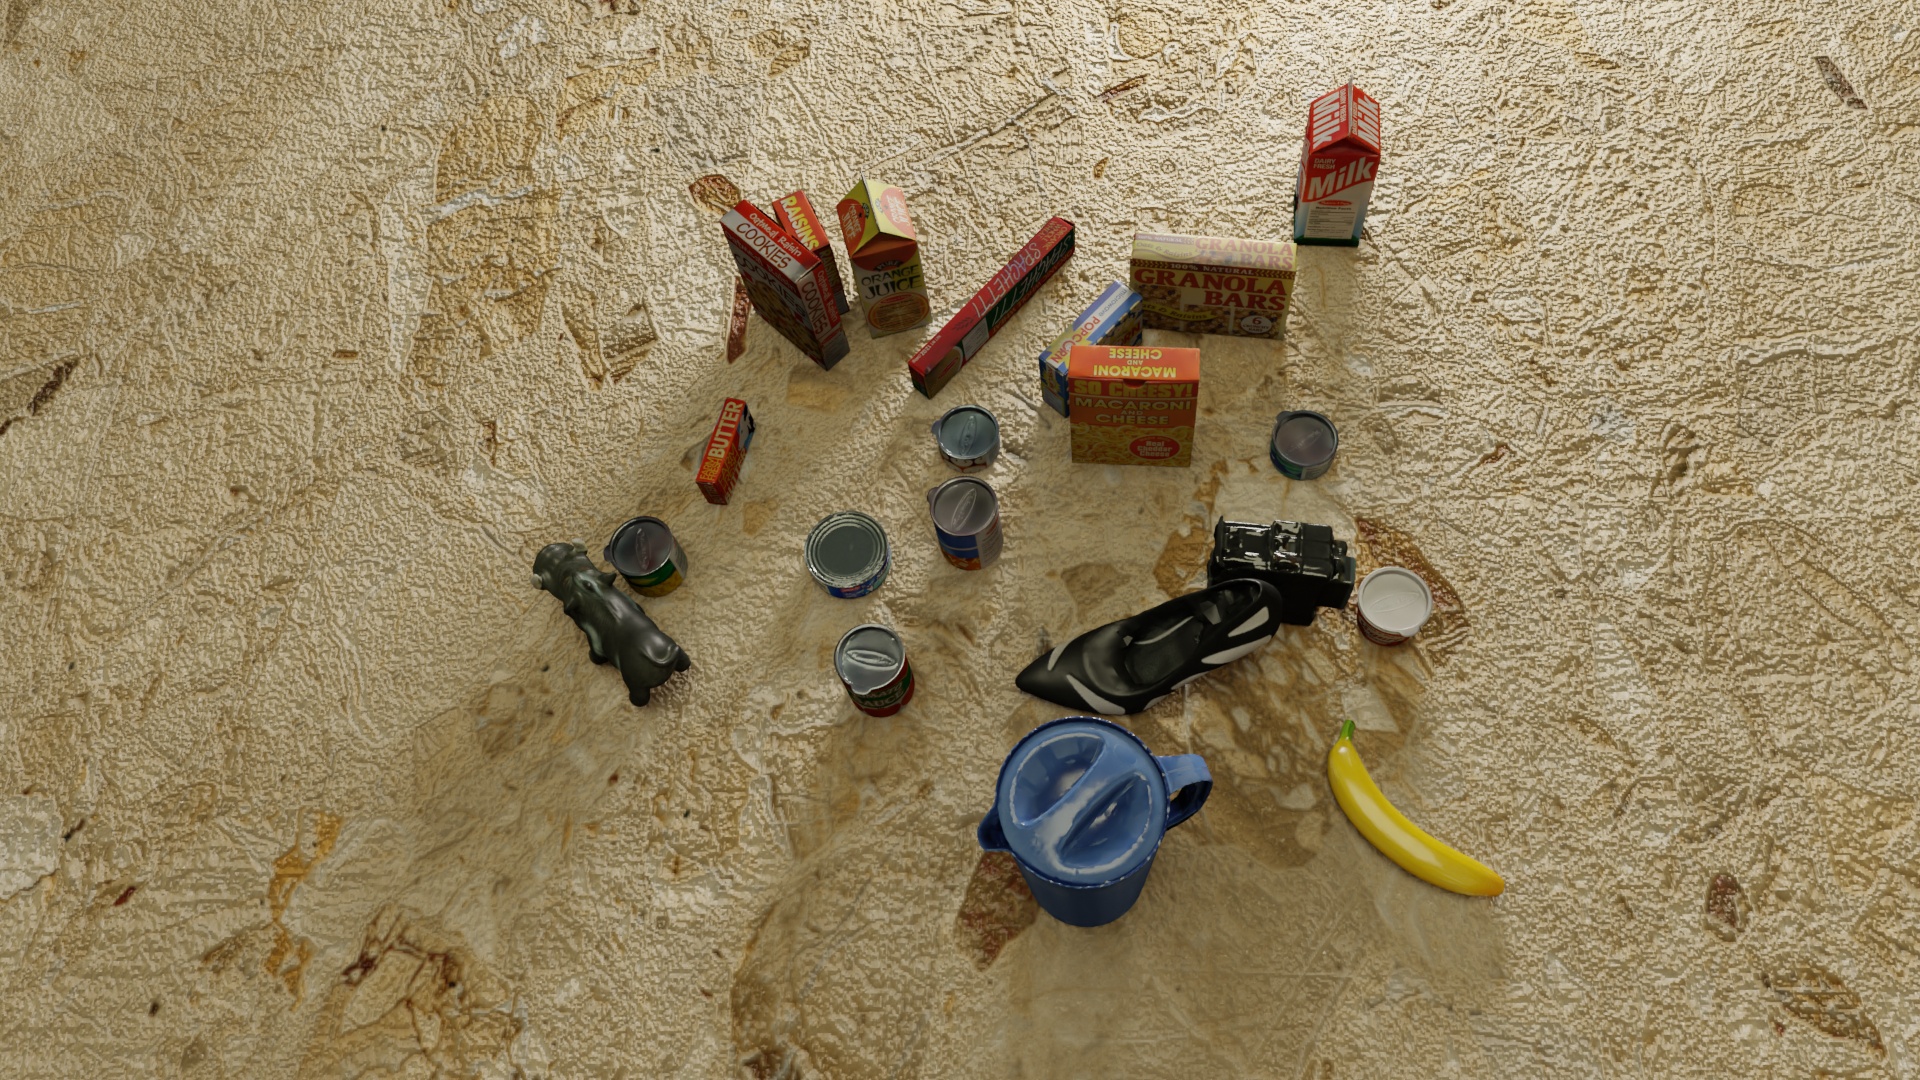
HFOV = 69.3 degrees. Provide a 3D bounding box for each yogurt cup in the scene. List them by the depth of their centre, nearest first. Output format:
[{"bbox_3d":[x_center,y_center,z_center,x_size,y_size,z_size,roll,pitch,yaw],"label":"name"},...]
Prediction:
[{"bbox_3d":[0.406,0.066,1.311,0.072,0.053,0.072,-2,64,5],"label":"yogurt cup"}]

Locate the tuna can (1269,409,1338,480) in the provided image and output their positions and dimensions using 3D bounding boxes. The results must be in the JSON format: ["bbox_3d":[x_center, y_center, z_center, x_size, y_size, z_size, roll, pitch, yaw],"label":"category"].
[{"bbox_3d":[0.346,-0.098,1.409,0.071,0.032,0.071,-2,64,5],"label":"tuna can"}]

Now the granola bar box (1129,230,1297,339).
[{"bbox_3d":[0.261,-0.266,1.449,0.165,0.123,0.039,7,65,9],"label":"granola bar box"}]

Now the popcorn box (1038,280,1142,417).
[{"bbox_3d":[0.137,-0.200,1.451,0.038,0.085,0.127,39,74,21],"label":"popcorn box"}]

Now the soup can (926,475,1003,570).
[{"bbox_3d":[0.005,-0.017,1.377,0.071,0.083,0.071,-2,64,5],"label":"soup can"}]

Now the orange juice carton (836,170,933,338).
[{"bbox_3d":[-0.081,-0.301,1.464,0.073,0.192,0.072,-15,64,-1],"label":"orange juice carton"}]

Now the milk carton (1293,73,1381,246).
[{"bbox_3d":[0.397,-0.396,1.461,0.073,0.189,0.072,4,65,8],"label":"milk carton"}]

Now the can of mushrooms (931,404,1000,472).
[{"bbox_3d":[0.006,-0.106,1.448,0.071,0.033,0.071,-2,64,5],"label":"can of mushrooms"}]

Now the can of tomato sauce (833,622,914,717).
[{"bbox_3d":[-0.080,0.126,1.316,0.071,0.082,0.071,-2,64,5],"label":"can of tomato sauce"}]

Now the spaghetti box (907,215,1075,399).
[{"bbox_3d":[0.037,-0.255,1.509,0.029,0.050,0.251,37,73,21],"label":"spaghetti box"}]

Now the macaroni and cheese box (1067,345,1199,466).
[{"bbox_3d":[0.170,-0.129,1.368,0.124,0.165,0.040,2,65,7],"label":"macaroni and cheese box"}]

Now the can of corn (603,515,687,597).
[{"bbox_3d":[-0.318,0.018,1.408,0.071,0.058,0.071,-2,64,5],"label":"can of corn"}]

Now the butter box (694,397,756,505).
[{"bbox_3d":[-0.245,-0.093,1.457,0.024,0.053,0.104,11,66,11],"label":"butter box"}]

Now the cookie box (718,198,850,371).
[{"bbox_3d":[-0.184,-0.269,1.473,0.123,0.166,0.040,41,75,22],"label":"cookie box"}]

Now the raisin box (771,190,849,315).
[{"bbox_3d":[-0.162,-0.309,1.515,0.040,0.123,0.086,-24,64,-5],"label":"raisin box"}]
